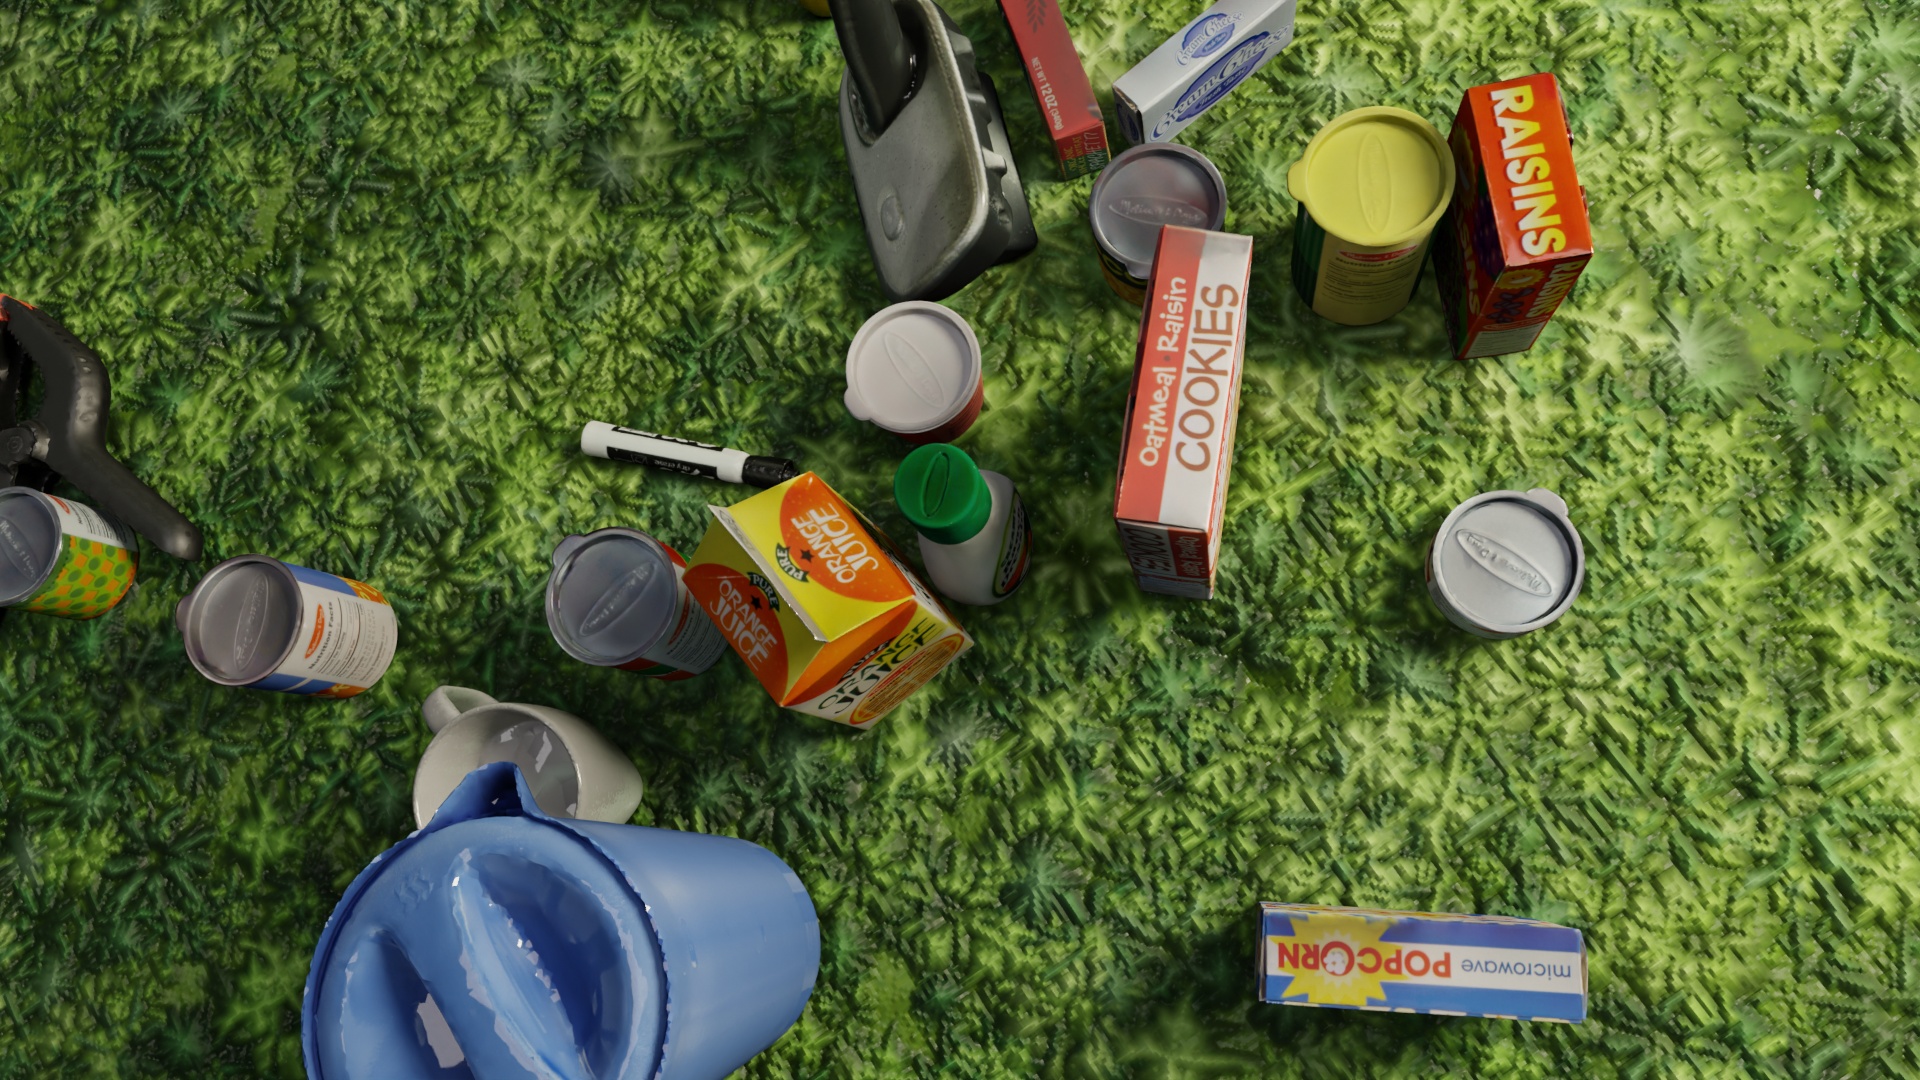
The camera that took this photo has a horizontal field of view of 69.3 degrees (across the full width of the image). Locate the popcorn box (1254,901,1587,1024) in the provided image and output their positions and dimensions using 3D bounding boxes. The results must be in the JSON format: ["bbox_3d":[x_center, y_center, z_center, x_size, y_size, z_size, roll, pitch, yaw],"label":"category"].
[{"bbox_3d":[0.191,0.179,0.594,0.127,0.085,0.038,0,79,11],"label":"popcorn box"}]

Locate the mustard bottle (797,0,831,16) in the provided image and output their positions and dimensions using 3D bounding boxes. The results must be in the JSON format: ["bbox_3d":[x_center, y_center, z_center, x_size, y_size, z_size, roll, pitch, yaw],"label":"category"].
[{"bbox_3d":[-0.077,-0.333,0.713,0.065,0.160,0.049,-18,76,6],"label":"mustard bottle"}]

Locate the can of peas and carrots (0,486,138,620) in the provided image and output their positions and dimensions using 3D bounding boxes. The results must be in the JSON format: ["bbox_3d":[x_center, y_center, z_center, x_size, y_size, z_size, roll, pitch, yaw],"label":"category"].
[{"bbox_3d":[-0.508,0.010,0.771,0.071,0.058,0.071,-2,78,10],"label":"can of peas and carrots"}]

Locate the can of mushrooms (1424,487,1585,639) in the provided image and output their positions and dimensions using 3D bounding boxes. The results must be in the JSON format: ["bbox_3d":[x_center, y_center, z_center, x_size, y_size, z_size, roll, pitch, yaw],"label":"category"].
[{"bbox_3d":[0.253,0.010,0.645,0.071,0.033,0.071,-2,78,10],"label":"can of mushrooms"}]

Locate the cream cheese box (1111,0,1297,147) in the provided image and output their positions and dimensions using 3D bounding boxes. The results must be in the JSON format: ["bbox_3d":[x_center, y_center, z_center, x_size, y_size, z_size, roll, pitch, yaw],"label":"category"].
[{"bbox_3d":[0.126,-0.246,0.713,0.104,0.053,0.024,-38,75,1],"label":"cream cheese box"}]

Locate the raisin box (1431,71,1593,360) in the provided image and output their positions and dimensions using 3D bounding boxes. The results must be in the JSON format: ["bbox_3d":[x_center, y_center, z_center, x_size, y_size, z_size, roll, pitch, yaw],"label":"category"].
[{"bbox_3d":[0.247,-0.142,0.632,0.040,0.123,0.086,-8,77,9],"label":"raisin box"}]

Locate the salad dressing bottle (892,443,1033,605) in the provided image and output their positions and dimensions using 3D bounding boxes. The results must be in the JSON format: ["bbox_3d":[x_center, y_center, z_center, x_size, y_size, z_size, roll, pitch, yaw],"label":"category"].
[{"bbox_3d":[0.002,-0.008,0.636,0.044,0.147,0.064,12,81,13],"label":"salad dressing bottle"}]

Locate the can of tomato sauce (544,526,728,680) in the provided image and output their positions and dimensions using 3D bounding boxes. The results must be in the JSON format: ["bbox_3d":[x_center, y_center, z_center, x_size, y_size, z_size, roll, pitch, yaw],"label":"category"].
[{"bbox_3d":[-0.158,0.033,0.690,0.071,0.083,0.071,-2,78,10],"label":"can of tomato sauce"}]

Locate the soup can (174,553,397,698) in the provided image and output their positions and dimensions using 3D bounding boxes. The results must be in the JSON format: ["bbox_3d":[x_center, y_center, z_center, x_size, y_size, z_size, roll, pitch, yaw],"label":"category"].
[{"bbox_3d":[-0.347,0.046,0.721,0.071,0.083,0.071,-2,78,10],"label":"soup can"}]

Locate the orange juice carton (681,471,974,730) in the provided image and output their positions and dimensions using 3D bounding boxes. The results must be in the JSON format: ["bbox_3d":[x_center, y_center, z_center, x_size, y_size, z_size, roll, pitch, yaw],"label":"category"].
[{"bbox_3d":[-0.058,0.030,0.615,0.073,0.192,0.072,-40,75,1],"label":"orange juice carton"}]

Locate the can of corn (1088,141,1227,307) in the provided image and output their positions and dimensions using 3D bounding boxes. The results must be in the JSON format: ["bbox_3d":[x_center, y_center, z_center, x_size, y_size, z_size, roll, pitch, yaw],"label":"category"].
[{"bbox_3d":[0.099,-0.154,0.696,0.071,0.058,0.071,-2,78,10],"label":"can of corn"}]

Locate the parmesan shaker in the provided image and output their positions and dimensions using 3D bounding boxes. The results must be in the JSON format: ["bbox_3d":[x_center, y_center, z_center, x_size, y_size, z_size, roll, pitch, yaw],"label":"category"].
[{"bbox_3d":[0.188,-0.150,0.655,0.071,0.103,0.071,-2,78,10],"label":"parmesan shaker"}]

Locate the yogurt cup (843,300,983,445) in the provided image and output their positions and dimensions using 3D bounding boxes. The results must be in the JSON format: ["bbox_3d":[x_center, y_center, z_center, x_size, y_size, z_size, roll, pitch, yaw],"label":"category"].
[{"bbox_3d":[-0.019,-0.081,0.704,0.072,0.054,0.072,-2,78,10],"label":"yogurt cup"}]

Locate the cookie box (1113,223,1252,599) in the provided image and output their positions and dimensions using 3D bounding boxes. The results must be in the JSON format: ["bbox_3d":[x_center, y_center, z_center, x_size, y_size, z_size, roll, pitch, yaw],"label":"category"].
[{"bbox_3d":[0.100,-0.048,0.616,0.040,0.167,0.123,8,80,12],"label":"cookie box"}]

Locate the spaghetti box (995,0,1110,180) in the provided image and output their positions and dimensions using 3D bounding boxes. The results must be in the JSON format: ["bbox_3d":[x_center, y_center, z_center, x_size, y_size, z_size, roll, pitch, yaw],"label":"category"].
[{"bbox_3d":[0.026,-0.313,0.747,0.028,0.050,0.250,-20,75,6],"label":"spaghetti box"}]
